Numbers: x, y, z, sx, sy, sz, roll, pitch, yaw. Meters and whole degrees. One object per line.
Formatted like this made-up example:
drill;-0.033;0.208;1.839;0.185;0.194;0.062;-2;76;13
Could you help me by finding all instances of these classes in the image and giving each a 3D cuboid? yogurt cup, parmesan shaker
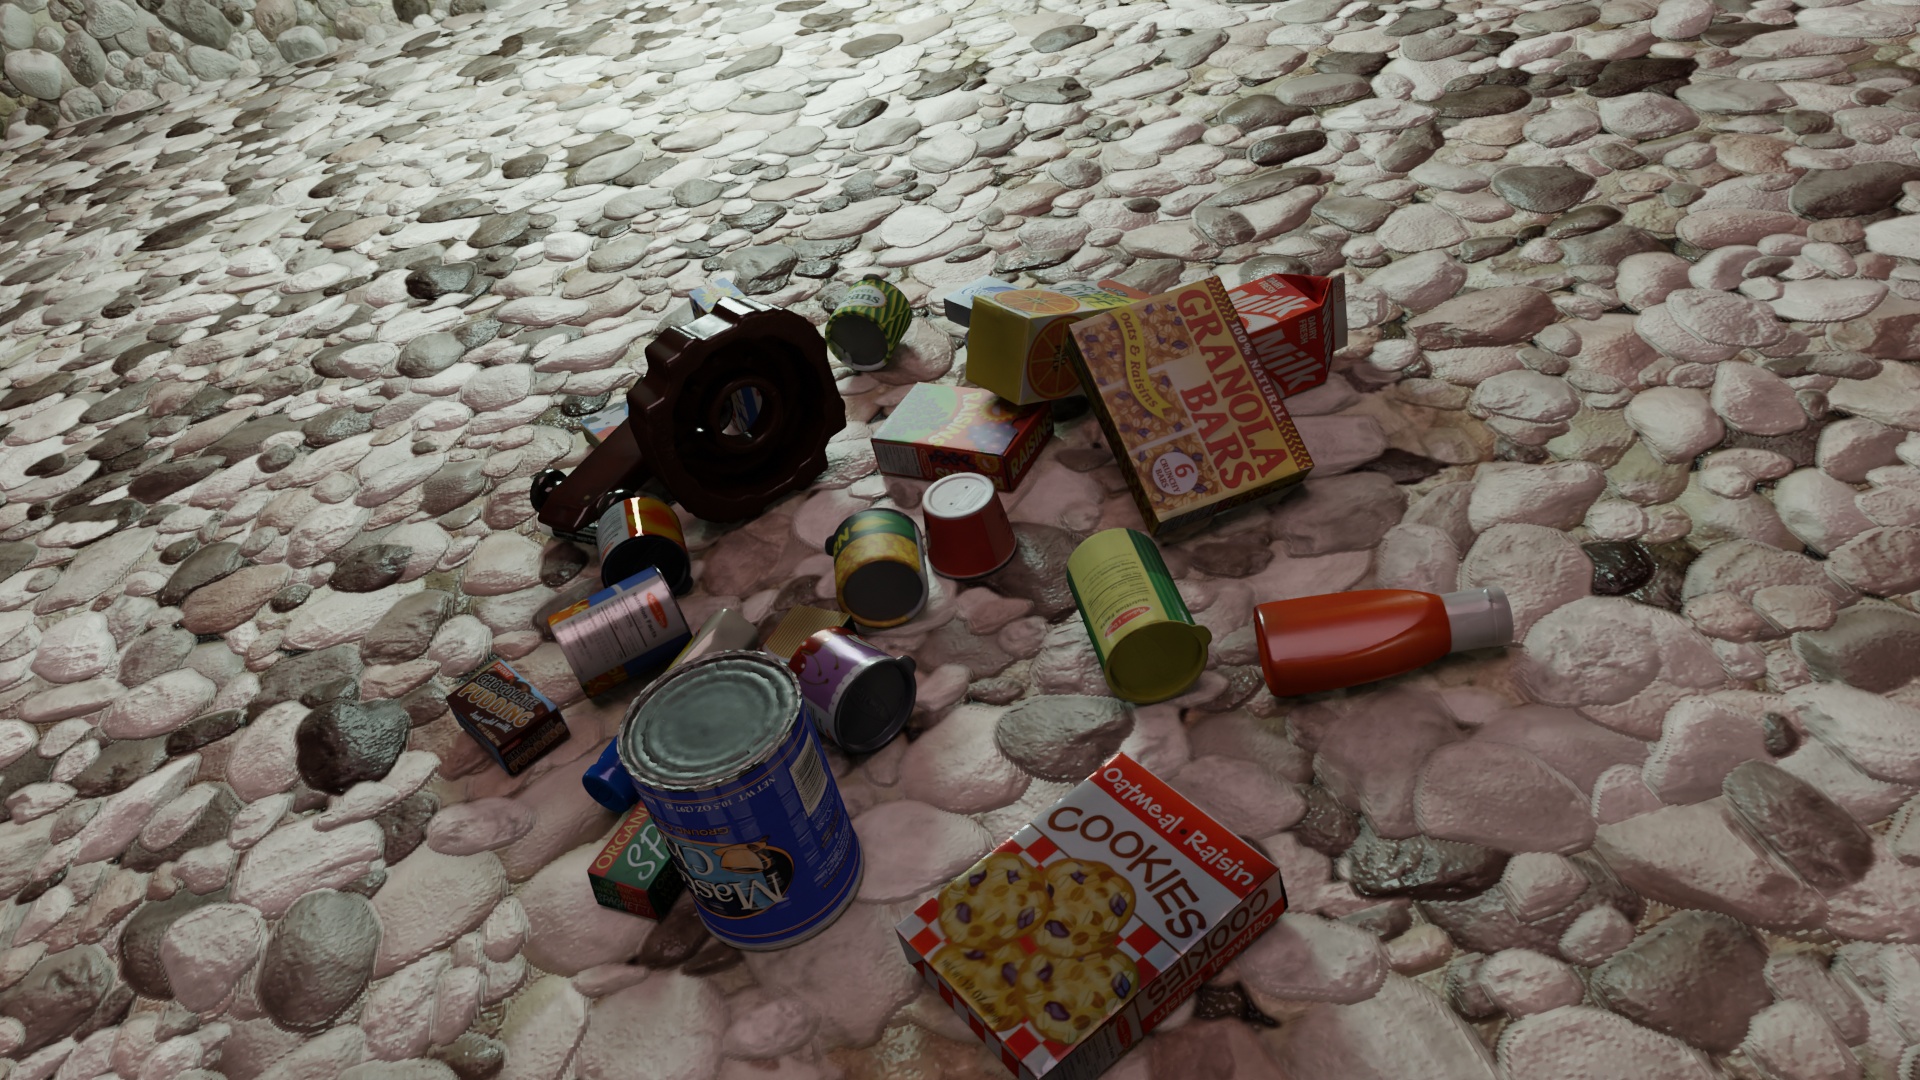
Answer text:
yogurt cup;0.004;-0.013;1.018;0.072;0.053;0.073;-9;38;7
parmesan shaker;0.114;0.045;0.896;0.071;0.071;0.103;-15;36;-1

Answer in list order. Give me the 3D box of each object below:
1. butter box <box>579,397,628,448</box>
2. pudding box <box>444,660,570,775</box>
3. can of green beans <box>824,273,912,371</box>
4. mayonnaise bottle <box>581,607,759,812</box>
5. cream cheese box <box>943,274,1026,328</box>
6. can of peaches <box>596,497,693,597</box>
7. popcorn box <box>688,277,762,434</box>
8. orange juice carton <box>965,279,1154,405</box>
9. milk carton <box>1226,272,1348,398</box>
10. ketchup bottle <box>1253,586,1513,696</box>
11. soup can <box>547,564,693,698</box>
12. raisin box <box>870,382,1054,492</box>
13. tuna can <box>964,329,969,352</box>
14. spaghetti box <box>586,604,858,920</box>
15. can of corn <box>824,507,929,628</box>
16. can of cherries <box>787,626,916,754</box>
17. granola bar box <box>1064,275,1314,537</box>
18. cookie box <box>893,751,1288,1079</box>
butter box;-0.294;-0.092;1.240;0.053;0.024;0.104;-33;41;-22
pudding box;-0.315;0.122;0.968;0.050;0.030;0.084;-36;42;-27
can of green beans;-0.084;-0.198;1.273;0.071;0.071;0.058;2;40;20
mayonnaise bottle;-0.190;0.112;0.917;0.041;0.064;0.149;38;51;-3
cream cheese box;0.038;-0.201;1.216;0.053;0.024;0.104;-33;41;-26
can of peaches;-0.241;0.009;1.062;0.071;0.071;0.058;-20;37;-7
popcorn box;-0.190;-0.151;1.199;0.038;0.126;0.085;-24;38;-19
orange juice carton;0.103;-0.168;1.144;0.193;0.072;0.072;-13;30;-35
milk carton;0.225;-0.154;1.112;0.191;0.072;0.074;-20;37;-8
ketchup bottle;0.259;0.057;0.854;0.149;0.043;0.065;-9;38;6
soup can;-0.241;0.065;0.990;0.084;0.071;0.071;-27;39;-15
raisin box;0.003;-0.086;1.124;0.123;0.040;0.086;10;42;27
tuna can;0.037;-0.170;1.227;0.071;0.032;0.071;-9;37;7
spaghetti box;-0.147;0.134;0.899;0.050;0.028;0.251;8;42;28
can of corn;-0.059;0.020;0.985;0.071;0.070;0.058;-13;37;1
can of cherries;-0.070;0.094;0.895;0.072;0.071;0.058;-37;41;-27
granola bar box;0.165;-0.100;1.019;0.124;0.039;0.166;-20;73;-8
cookie box;0.069;0.200;0.736;0.168;0.040;0.123;-33;41;-22
